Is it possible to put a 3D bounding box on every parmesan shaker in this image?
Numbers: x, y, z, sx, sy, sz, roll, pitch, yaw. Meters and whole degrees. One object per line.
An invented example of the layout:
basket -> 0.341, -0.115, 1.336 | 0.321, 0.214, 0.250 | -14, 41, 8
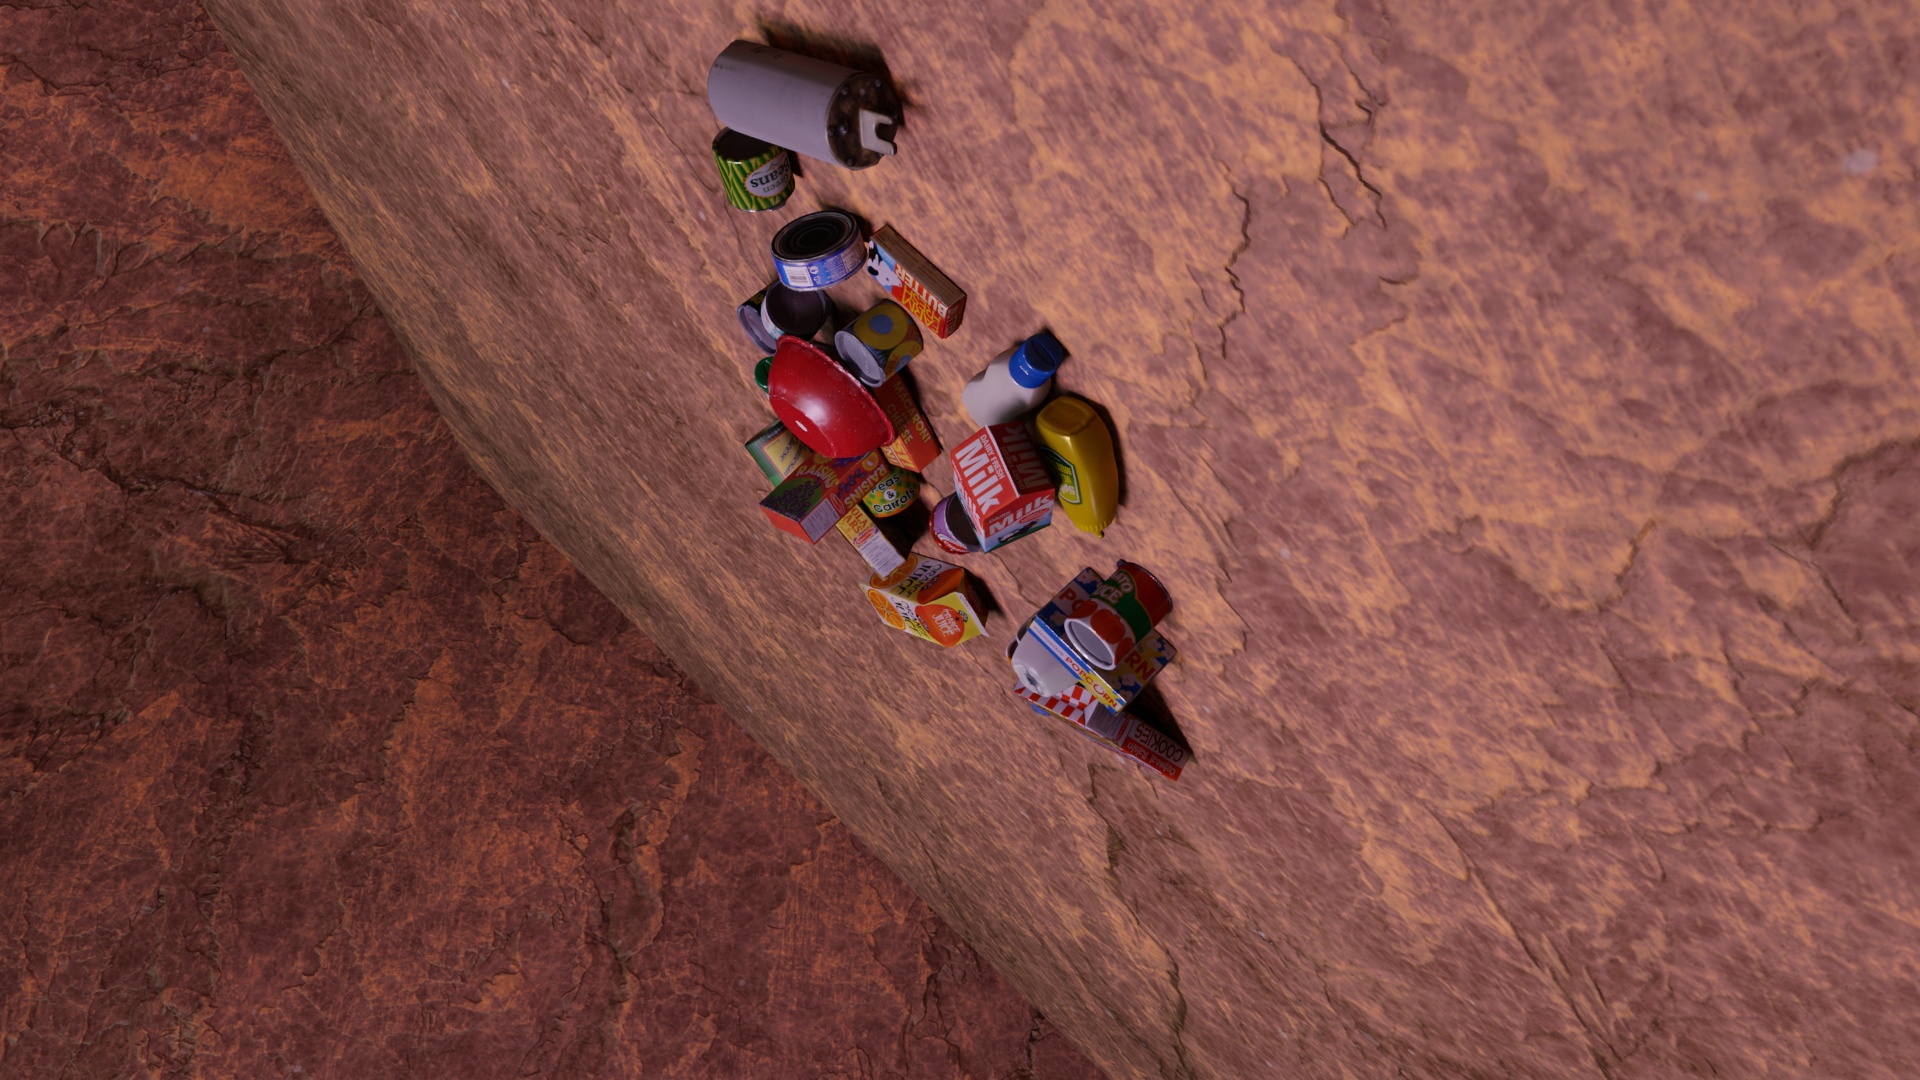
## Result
parmesan shaker -> -0.221, -0.097, 1.771 | 0.103, 0.071, 0.071 | 54, 158, -14

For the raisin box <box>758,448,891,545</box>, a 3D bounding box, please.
raisin box -> -0.148, -0.059, 1.511 | 0.086, 0.124, 0.040 | 22, 151, 50

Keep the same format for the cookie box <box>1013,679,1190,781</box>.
cookie box -> 0.155, 0.198, 1.512 | 0.167, 0.040, 0.123 | 34, 171, -37

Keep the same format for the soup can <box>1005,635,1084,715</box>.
soup can -> 0.099, 0.148, 1.584 | 0.071, 0.071, 0.083 | 20, 145, 50

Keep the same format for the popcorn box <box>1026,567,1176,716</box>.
popcorn box -> 0.141, 0.100, 1.387 | 0.127, 0.085, 0.038 | 44, 150, 10

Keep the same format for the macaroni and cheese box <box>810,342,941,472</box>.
macaroni and cheese box -> -0.104, -0.146, 1.502 | 0.166, 0.040, 0.123 | 21, 147, 51

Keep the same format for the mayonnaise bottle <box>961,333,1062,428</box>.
mayonnaise bottle -> 0.048, -0.138, 1.223 | 0.065, 0.041, 0.147 | 48, 158, -1

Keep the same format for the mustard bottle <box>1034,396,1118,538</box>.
mustard bottle -> 0.110, -0.053, 1.235 | 0.065, 0.049, 0.159 | 35, 156, 42

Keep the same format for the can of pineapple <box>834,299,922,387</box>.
can of pineapple -> -0.078, -0.191, 1.350 | 0.071, 0.058, 0.070 | 40, 158, 20

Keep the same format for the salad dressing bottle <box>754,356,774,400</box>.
salad dressing bottle -> -0.199, -0.171, 1.574 | 0.064, 0.044, 0.147 | 62, -179, 10

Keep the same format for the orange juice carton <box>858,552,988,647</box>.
orange juice carton -> -0.035, 0.073, 1.703 | 0.193, 0.073, 0.071 | 15, 141, 54

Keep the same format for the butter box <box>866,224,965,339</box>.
butter box -> -0.041, -0.233, 1.254 | 0.103, 0.024, 0.053 | 43, 158, 12

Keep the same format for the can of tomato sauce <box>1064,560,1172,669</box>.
can of tomato sauce -> 0.149, 0.071, 1.328 | 0.071, 0.083, 0.071 | 39, 157, 20

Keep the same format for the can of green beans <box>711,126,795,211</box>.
can of green beans -> -0.191, -0.348, 1.287 | 0.071, 0.071, 0.057 | 35, 155, 30

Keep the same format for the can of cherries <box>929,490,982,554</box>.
can of cherries -> 0.005, -0.018, 1.469 | 0.071, 0.072, 0.058 | 50, 159, -5

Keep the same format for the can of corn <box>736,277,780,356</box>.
can of corn -> -0.197, -0.242, 1.491 | 0.071, 0.058, 0.070 | 40, 157, 21

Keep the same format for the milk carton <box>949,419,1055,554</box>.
milk carton -> 0.038, -0.050, 1.262 | 0.190, 0.073, 0.072 | 80, 165, -77

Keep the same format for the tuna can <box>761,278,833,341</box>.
tuna can -> -0.170, -0.239, 1.441 | 0.071, 0.071, 0.032 | 50, 159, -4

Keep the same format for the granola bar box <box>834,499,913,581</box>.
granola bar box -> -0.113, -0.020, 1.645 | 0.124, 0.039, 0.166 | 50, -175, -4

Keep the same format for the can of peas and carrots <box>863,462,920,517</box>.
can of peas and carrots -> -0.085, -0.067, 1.564 | 0.071, 0.071, 0.058 | 21, 146, 50
